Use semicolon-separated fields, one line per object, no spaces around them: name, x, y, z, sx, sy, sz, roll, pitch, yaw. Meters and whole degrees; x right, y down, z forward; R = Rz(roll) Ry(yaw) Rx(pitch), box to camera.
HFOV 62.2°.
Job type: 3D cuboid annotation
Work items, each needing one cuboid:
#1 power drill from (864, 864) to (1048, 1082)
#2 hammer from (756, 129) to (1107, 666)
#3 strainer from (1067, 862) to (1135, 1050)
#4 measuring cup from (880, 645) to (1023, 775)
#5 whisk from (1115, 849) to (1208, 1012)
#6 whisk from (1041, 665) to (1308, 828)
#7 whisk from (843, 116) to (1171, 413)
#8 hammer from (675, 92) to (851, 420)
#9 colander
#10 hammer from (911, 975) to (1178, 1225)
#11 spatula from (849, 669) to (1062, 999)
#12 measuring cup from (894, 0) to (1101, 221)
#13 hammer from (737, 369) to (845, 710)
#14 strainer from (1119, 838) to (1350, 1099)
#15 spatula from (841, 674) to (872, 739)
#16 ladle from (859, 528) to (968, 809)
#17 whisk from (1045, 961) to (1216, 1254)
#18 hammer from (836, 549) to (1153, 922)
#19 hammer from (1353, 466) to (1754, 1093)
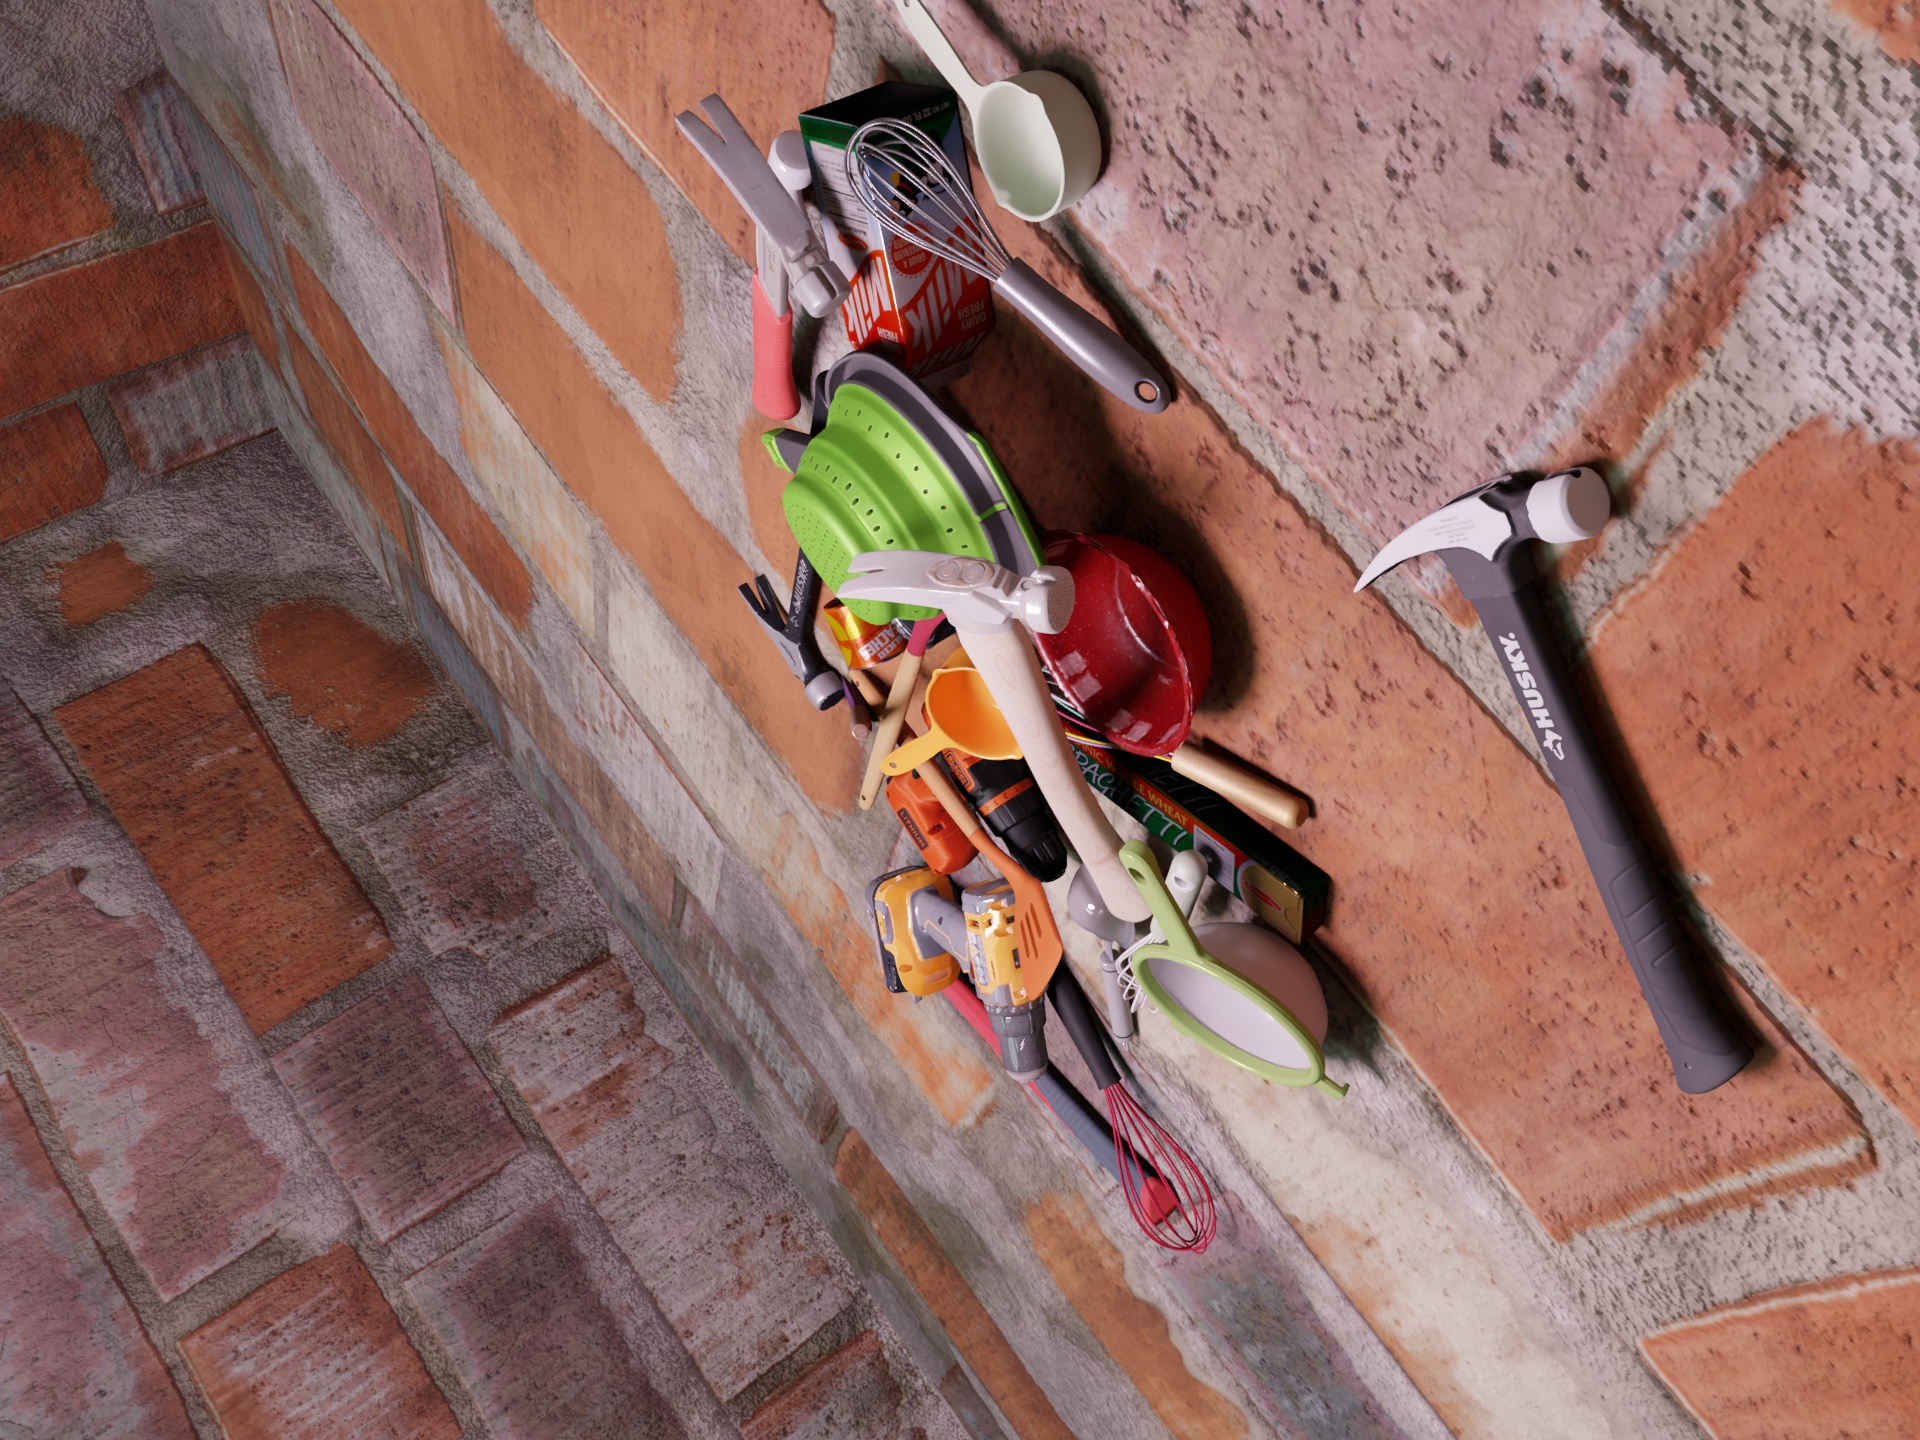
power drill;0.005;0.232;1.497;0.226;0.084;0.185;4;107;59
hammer;-0.024;-0.211;1.121;0.405;0.035;0.144;56;161;2
strainer;0.122;0.195;1.316;0.087;0.050;0.258;-125;16;-48
measuring cup;-0.002;-0.004;1.242;0.095;0.052;0.173;45;137;-13
whisk;0.152;0.156;1.171;0.058;0.059;0.246;30;152;15
whisk;0.135;0.012;1.082;0.245;0.047;0.051;29;149;40
whisk;0.029;-0.259;0.913;0.239;0.055;0.055;40;155;-3
hammer;-0.139;-0.297;1.134;0.149;0.037;0.359;55;171;1
colander;-0.087;-0.151;1.110;0.397;0.094;0.204;28;152;58
hammer;0.072;0.360;1.601;0.387;0.038;0.143;43;153;31
spatula;-0.007;0.076;1.289;0.323;0.041;0.081;53;144;24
measuring cup;0.020;-0.354;0.883;0.168;0.038;0.083;56;156;12
hammer;-0.133;-0.163;1.395;0.149;0.036;0.408;52;154;17
strainer;0.176;0.148;1.076;0.152;0.069;0.256;15;147;45
spatula;-0.089;-0.006;1.374;0.059;0.018;0.316;62;179;-7
ladle;-0.041;-0.035;1.256;0.069;0.031;0.315;45;138;25
whisk;0.143;0.344;1.429;0.296;0.073;0.073;62;156;8
hammer;0.054;0.026;1.071;0.146;0.038;0.410;9;150;28
hammer;0.309;0.040;0.788;0.146;0.035;0.334;-7;113;63
